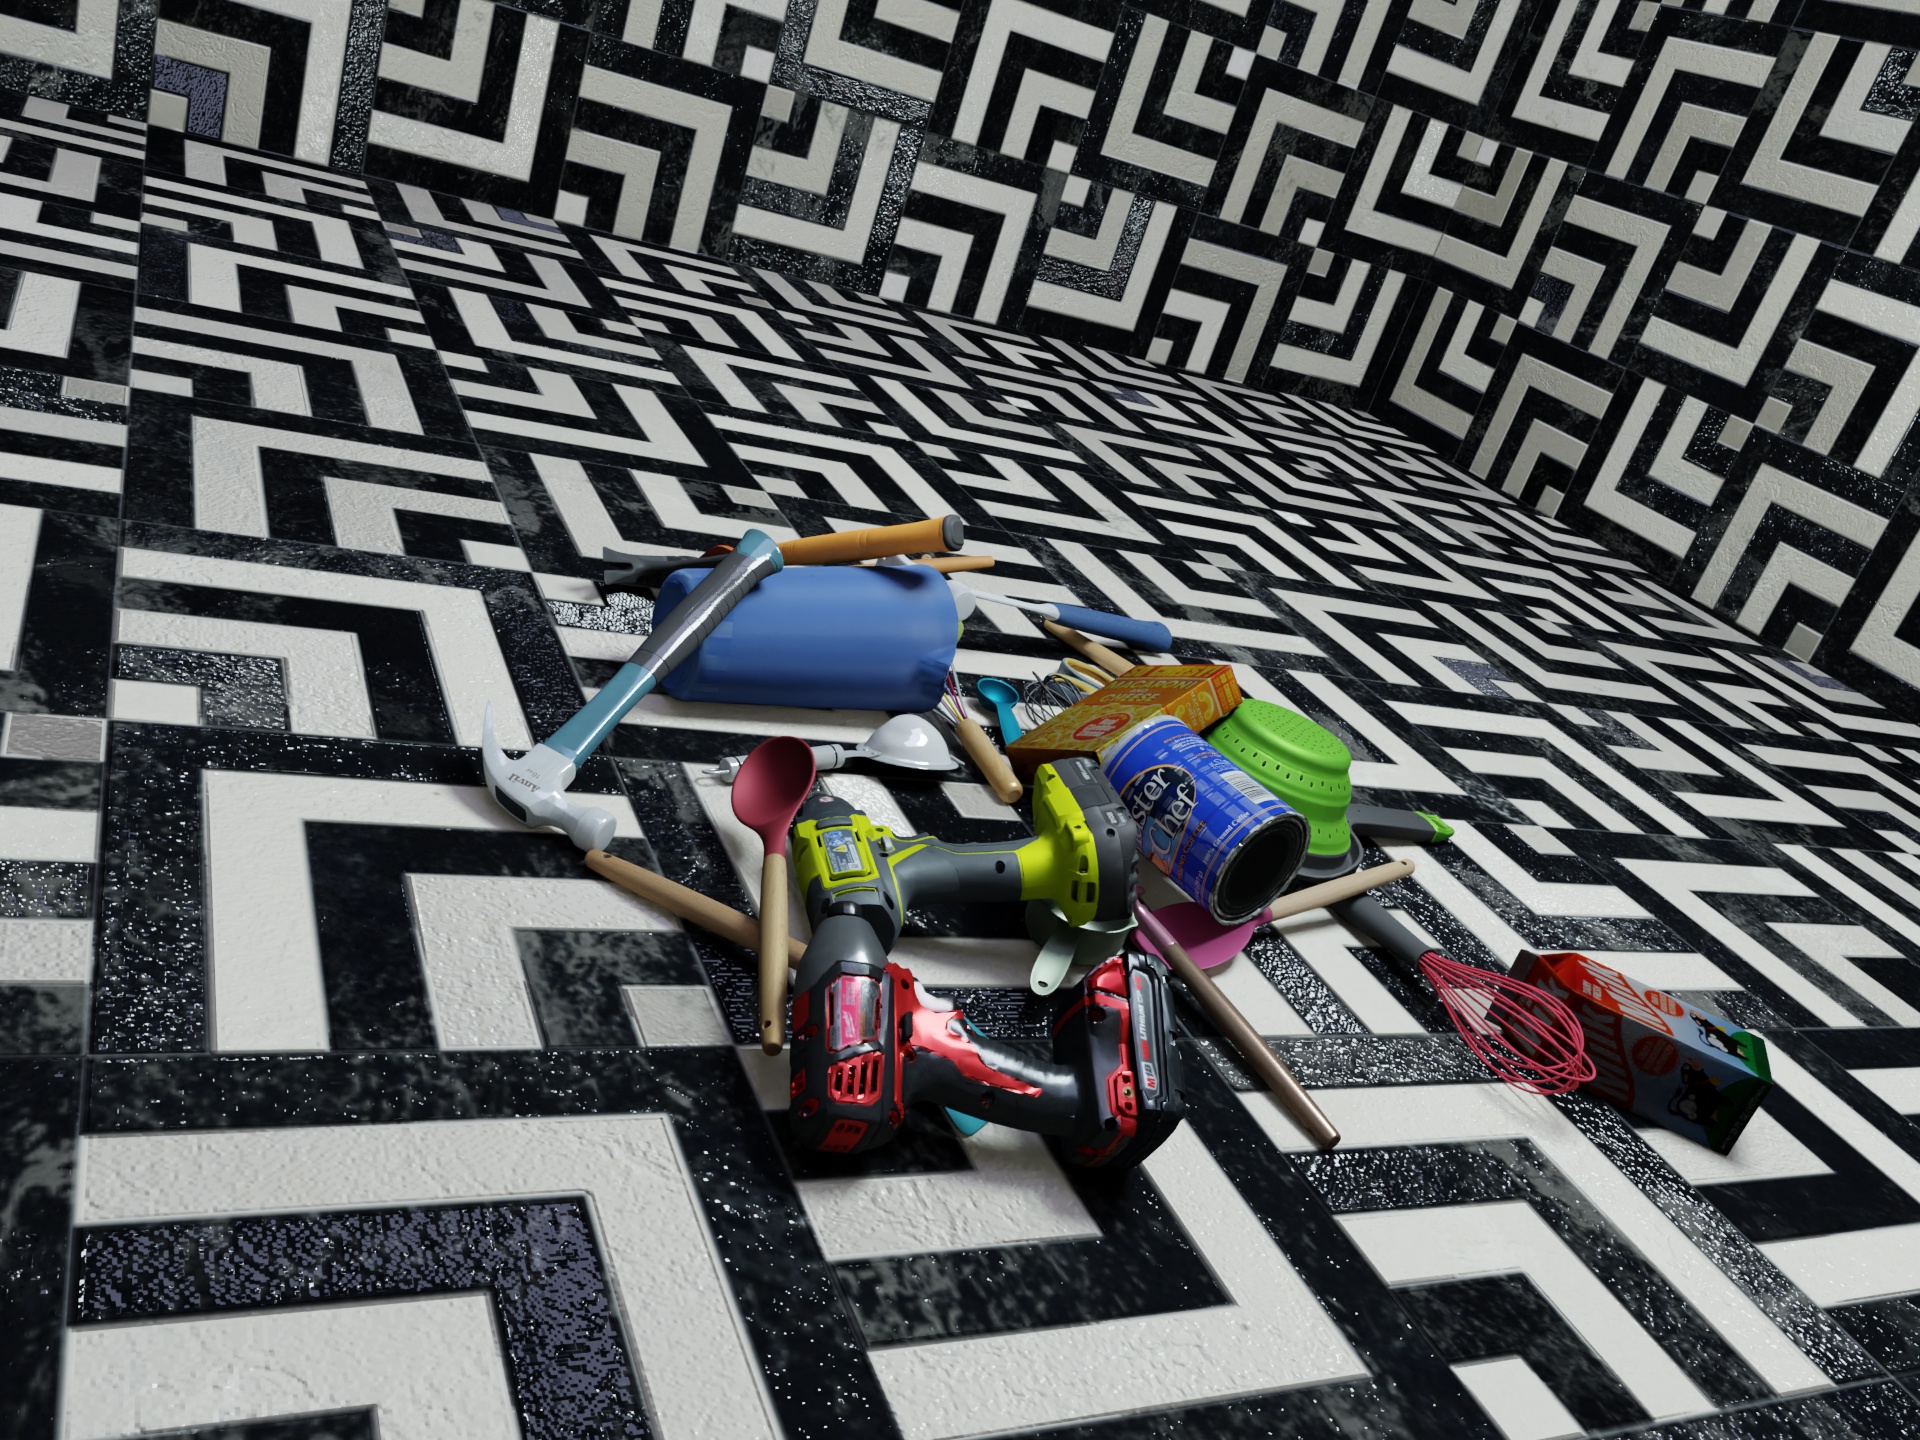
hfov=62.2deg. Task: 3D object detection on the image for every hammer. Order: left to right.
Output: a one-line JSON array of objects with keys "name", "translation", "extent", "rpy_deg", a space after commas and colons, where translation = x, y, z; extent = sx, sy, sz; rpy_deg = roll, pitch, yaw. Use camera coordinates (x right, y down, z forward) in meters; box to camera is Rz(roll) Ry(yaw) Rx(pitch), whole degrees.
[{"name": "hammer", "translation": [-0.226, -0.041, 1.169], "extent": [0.128, 0.033, 0.331], "rpy_deg": [26, 47, 11]}, {"name": "hammer", "translation": [-0.153, -0.148, 1.399], "extent": [0.337, 0.034, 0.127], "rpy_deg": [-3, 0, 28]}, {"name": "hammer", "translation": [0.082, -0.117, 1.636], "extent": [0.405, 0.035, 0.144], "rpy_deg": [9, 20, -48]}]

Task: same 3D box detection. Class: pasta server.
[{"name": "pasta server", "translation": [0.170, 0.176, 1.122], "extent": [0.040, 0.060, 0.317], "rpy_deg": [-34, 47, -6]}]

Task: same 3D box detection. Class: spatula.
[{"name": "spatula", "translation": [-0.109, 0.155, 0.994], "extent": [0.318, 0.044, 0.082], "rpy_deg": [23, 24, 20]}, {"name": "spatula", "translation": [-0.107, -0.157, 1.603], "extent": [0.322, 0.041, 0.081], "rpy_deg": [-8, -9, -30]}]

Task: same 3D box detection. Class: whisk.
[{"name": "whisk", "translation": [-0.001, -0.003, 1.409], "extent": [0.051, 0.047, 0.245], "rpy_deg": [-6, 36, -24]}, {"name": "whisk", "translation": [0.125, 0.027, 1.428], "extent": [0.055, 0.055, 0.239], "rpy_deg": [2, 33, -35]}, {"name": "whisk", "translation": [0.374, 0.197, 1.233], "extent": [0.073, 0.073, 0.296], "rpy_deg": [5, 20, -29]}]

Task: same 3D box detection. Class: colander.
[{"name": "colander", "translation": [0.332, 0.054, 1.421], "extent": [0.396, 0.094, 0.205], "rpy_deg": [8, 26, -38]}]

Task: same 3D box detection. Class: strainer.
[{"name": "strainer", "translation": [-0.094, 0.026, 1.272], "extent": [0.258, 0.050, 0.087], "rpy_deg": [-7, 18, -40]}]

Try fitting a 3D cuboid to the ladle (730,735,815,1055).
[{"name": "ladle", "translation": [-0.118, 0.103, 1.009], "extent": [0.031, 0.069, 0.316], "rpy_deg": [55, 12, -28]}]

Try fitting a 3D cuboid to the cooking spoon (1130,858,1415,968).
[{"name": "cooking spoon", "translation": [0.258, 0.148, 1.257], "extent": [0.318, 0.017, 0.069], "rpy_deg": [-11, 37, -37]}]

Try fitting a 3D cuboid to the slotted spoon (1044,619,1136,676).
[{"name": "slotted spoon", "translation": [0.199, -0.035, 1.648], "extent": [0.070, 0.031, 0.314], "rpy_deg": [-5, 31, -46]}]

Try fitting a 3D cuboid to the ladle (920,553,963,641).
[{"name": "ladle", "translation": [-0.036, -0.135, 1.655], "extent": [0.078, 0.062, 0.320], "rpy_deg": [12, 21, -5]}]

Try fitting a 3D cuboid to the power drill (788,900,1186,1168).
[{"name": "power drill", "translation": [0.010, 0.180, 0.911], "extent": [0.219, 0.078, 0.143], "rpy_deg": [10, 52, -17]}]

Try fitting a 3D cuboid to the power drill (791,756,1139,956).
[{"name": "power drill", "translation": [-0.003, 0.089, 1.100], "extent": [0.223, 0.080, 0.171], "rpy_deg": [-6, 28, -11]}]

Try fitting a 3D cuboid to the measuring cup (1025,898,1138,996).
[{"name": "measuring cup", "translation": [0.070, 0.160, 1.102], "extent": [0.083, 0.038, 0.168], "rpy_deg": [22, 25, 9]}]

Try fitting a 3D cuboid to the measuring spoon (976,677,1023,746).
[{"name": "measuring spoon", "translation": [0.039, 0.006, 1.454], "extent": [0.042, 0.021, 0.129], "rpy_deg": [11, 33, -19]}]
